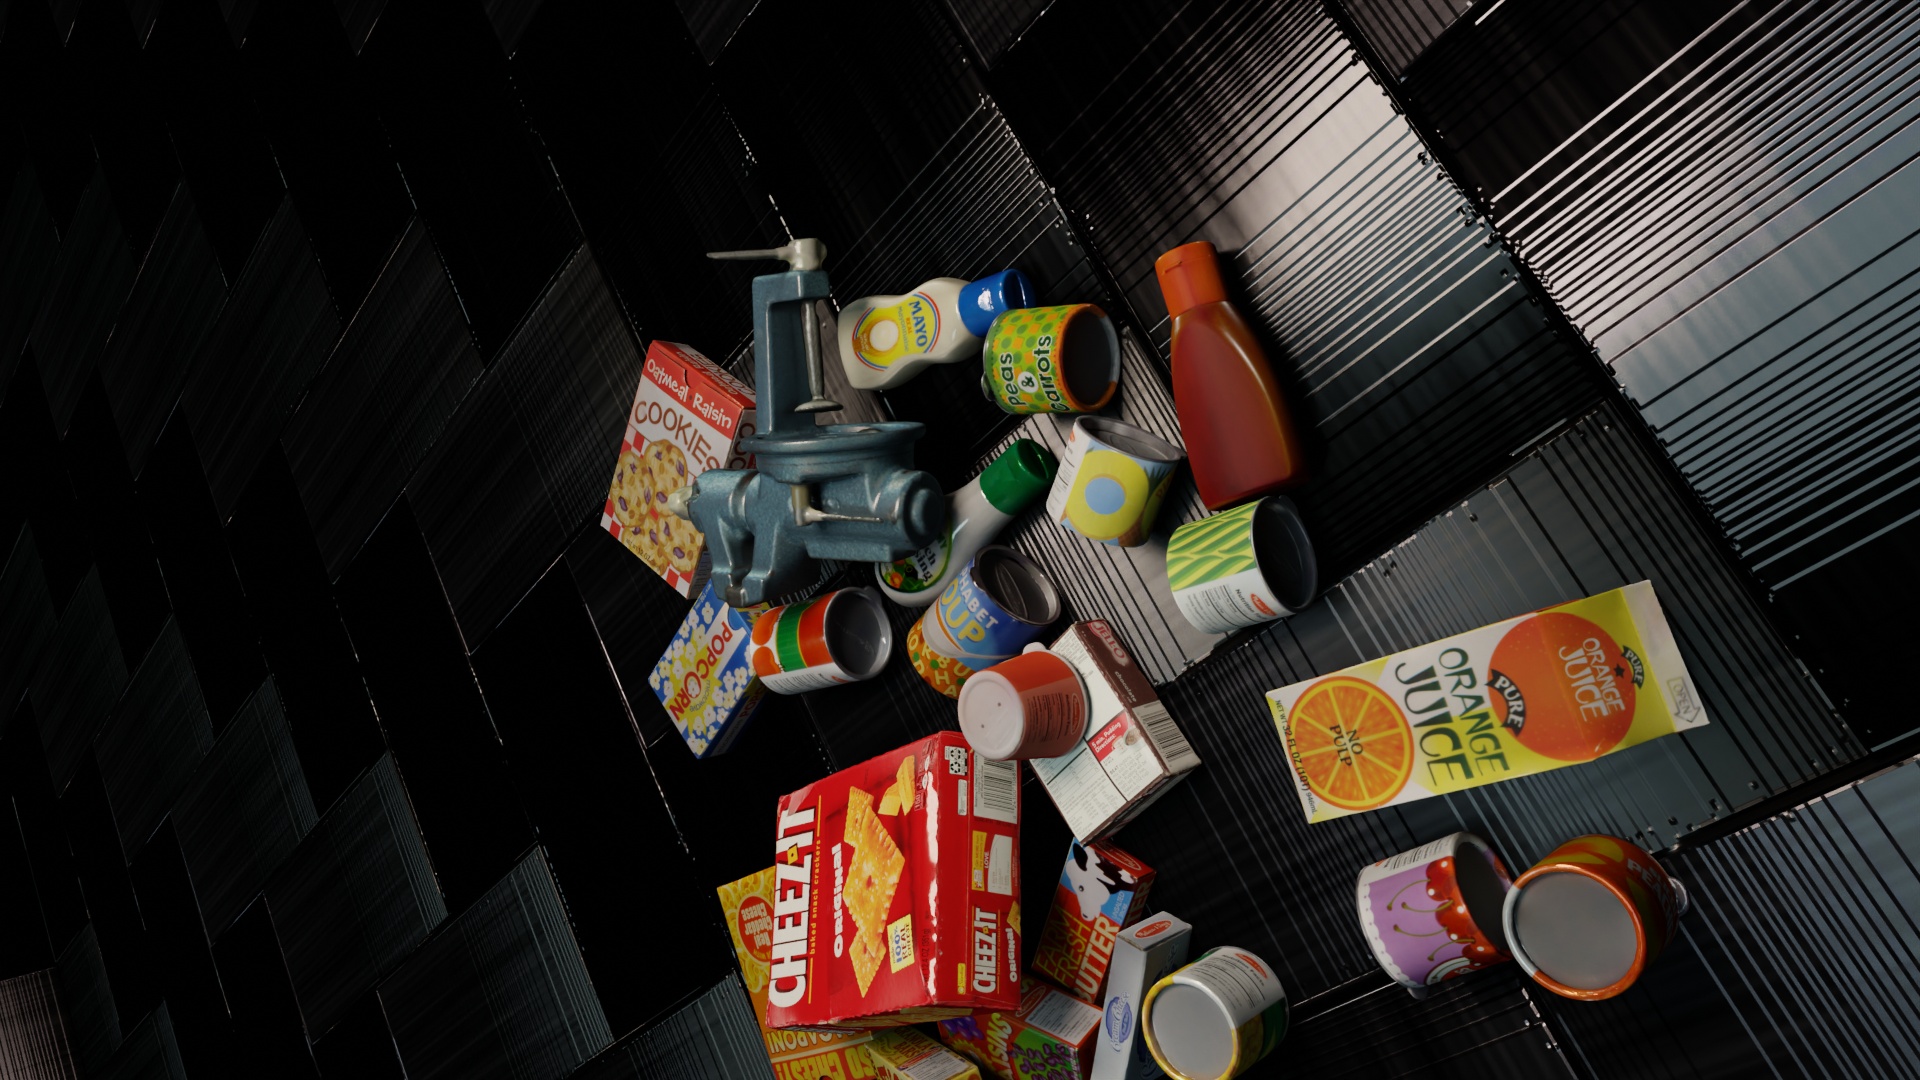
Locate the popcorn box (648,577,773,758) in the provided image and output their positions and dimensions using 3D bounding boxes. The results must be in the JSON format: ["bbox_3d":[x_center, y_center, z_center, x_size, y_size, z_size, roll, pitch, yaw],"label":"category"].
[{"bbox_3d":[-0.188,0.099,1.090,0.085,0.038,0.126,52,123,26],"label":"popcorn box"}]

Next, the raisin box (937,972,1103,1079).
[{"bbox_3d":[0.041,0.324,0.897,0.123,0.040,0.085,12,125,39],"label":"raisin box"}]

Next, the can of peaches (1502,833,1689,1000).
[{"bbox_3d":[0.305,0.180,0.668,0.071,0.058,0.071,4,96,40],"label":"can of peaches"}]

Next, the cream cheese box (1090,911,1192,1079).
[{"bbox_3d":[0.110,0.283,0.844,0.024,0.053,0.103,18,105,40],"label":"cream cheese box"}]

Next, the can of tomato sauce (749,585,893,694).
[{"bbox_3d":[-0.100,0.071,0.996,0.083,0.071,0.071,-16,84,40],"label":"can of tomato sauce"}]

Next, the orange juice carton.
[{"bbox_3d":[0.258,0.081,0.690,0.192,0.073,0.072,-24,78,38],"label":"orange juice carton"}]

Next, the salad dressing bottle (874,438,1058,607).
[{"bbox_3d":[0.003,-0.011,0.916,0.147,0.044,0.064,-41,62,34],"label":"salad dressing bottle"}]

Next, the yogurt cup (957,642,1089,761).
[{"bbox_3d":[0.036,0.102,0.842,0.072,0.054,0.072,4,96,43],"label":"yogurt cup"}]

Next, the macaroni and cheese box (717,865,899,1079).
[{"bbox_3d":[-0.110,0.323,1.042,0.123,0.040,0.166,-29,75,39],"label":"macaroni and cheese box"}]

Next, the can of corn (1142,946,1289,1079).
[{"bbox_3d":[0.147,0.280,0.809,0.071,0.058,0.071,4,96,40],"label":"can of corn"}]

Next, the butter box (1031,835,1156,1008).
[{"bbox_3d":[0.083,0.242,0.882,0.053,0.024,0.103,28,111,35],"label":"butter box"}]

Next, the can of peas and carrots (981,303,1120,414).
[{"bbox_3d":[0.055,-0.109,0.847,0.058,0.071,0.071,2,95,39],"label":"can of peas and carrots"}]

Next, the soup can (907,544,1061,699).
[{"bbox_3d":[0.012,0.053,0.897,0.083,0.071,0.071,-49,64,32],"label":"soup can"}]

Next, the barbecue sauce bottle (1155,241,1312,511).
[{"bbox_3d":[0.148,-0.095,0.788,0.064,0.044,0.148,-23,78,39],"label":"barbecue sauce bottle"}]

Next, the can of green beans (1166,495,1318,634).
[{"bbox_3d":[0.157,0.015,0.775,0.057,0.071,0.071,-20,81,40],"label":"can of green beans"}]

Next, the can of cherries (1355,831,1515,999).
[{"bbox_3d":[0.248,0.192,0.713,0.058,0.071,0.071,-34,72,35],"label":"can of cherries"}]

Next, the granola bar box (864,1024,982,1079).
[{"bbox_3d":[0.000,0.412,0.909,0.124,0.039,0.165,-15,95,67],"label":"granola bar box"}]

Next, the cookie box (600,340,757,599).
[{"bbox_3d":[-0.218,-0.057,1.101,0.123,0.040,0.166,35,115,33],"label":"cookie box"}]

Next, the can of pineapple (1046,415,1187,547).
[{"bbox_3d":[0.092,-0.035,0.826,0.071,0.071,0.057,33,115,33],"label":"can of pineapple"}]

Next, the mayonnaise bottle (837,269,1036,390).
[{"bbox_3d":[-0.018,-0.144,0.924,0.148,0.041,0.064,-11,88,41],"label":"mayonnaise bottle"}]
